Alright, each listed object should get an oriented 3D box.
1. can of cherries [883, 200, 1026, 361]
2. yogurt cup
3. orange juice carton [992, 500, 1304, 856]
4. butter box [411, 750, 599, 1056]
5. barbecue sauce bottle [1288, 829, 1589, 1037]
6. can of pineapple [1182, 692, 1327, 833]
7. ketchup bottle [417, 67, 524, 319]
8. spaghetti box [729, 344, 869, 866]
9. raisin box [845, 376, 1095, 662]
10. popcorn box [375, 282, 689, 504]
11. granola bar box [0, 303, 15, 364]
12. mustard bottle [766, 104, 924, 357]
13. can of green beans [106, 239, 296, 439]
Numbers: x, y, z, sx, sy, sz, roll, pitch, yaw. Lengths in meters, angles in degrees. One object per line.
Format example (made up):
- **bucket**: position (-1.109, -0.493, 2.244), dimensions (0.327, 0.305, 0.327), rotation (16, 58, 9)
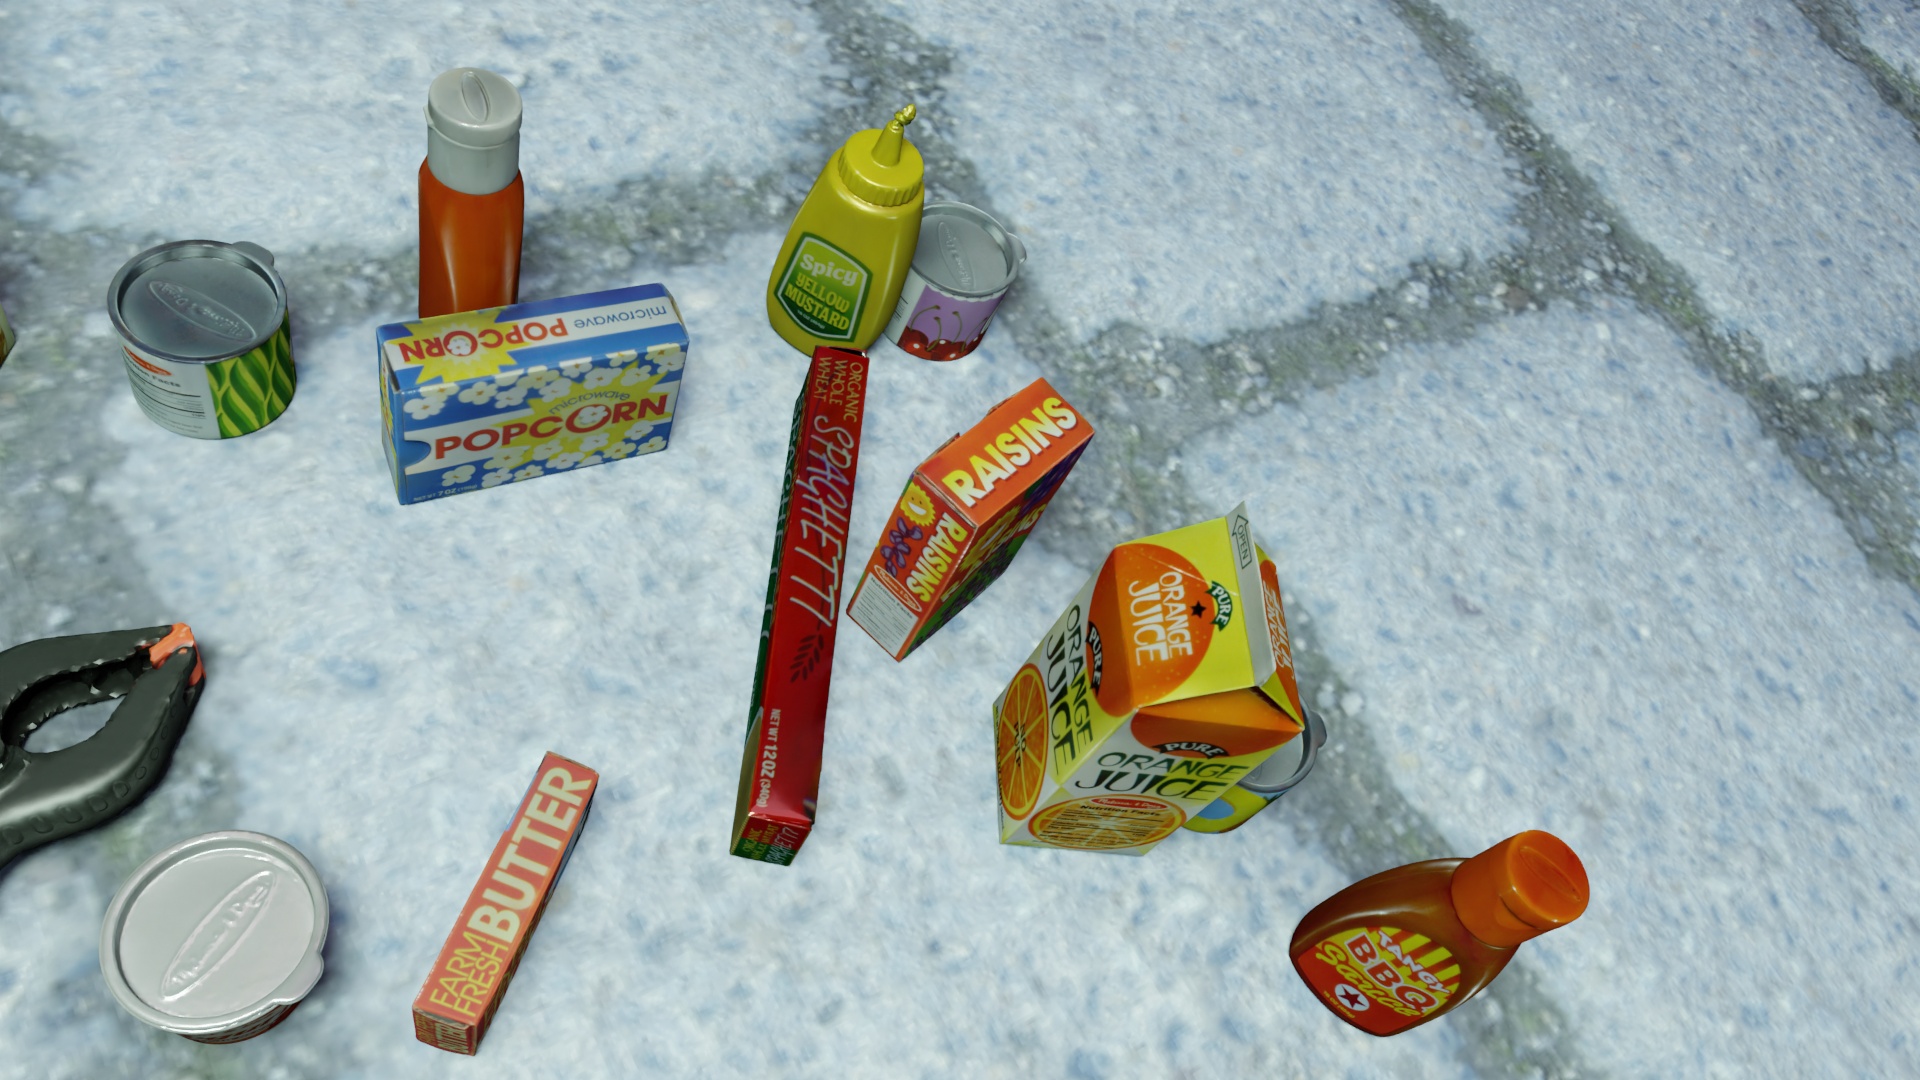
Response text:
- **can of cherries**: position (-0.006, -0.139, 0.752), dimensions (0.071, 0.058, 0.072), rotation (10, 56, -15)
- **yogurt cup**: position (-0.255, 0.141, 0.482), dimensions (0.072, 0.053, 0.073), rotation (10, 56, -15)
- **orange juice carton**: position (0.078, 0.063, 0.570), dimensions (0.073, 0.191, 0.072), rotation (8, 57, -16)
- **butter box**: position (-0.168, 0.135, 0.518), dimensions (0.024, 0.052, 0.104), rotation (23, 54, -5)
- **barbecue sauce bottle**: position (0.199, 0.162, 0.580), dimensions (0.065, 0.147, 0.044), rotation (41, 54, 8)
- **can of pineapple**: position (0.125, 0.098, 0.649), dimensions (0.071, 0.057, 0.071), rotation (10, 56, -15)
- **ketchup bottle**: position (-0.218, -0.141, 0.617), dimensions (0.044, 0.148, 0.065), rotation (-11, 64, -26)
- **spaghetti box**: position (-0.071, 0.019, 0.631), dimensions (0.029, 0.050, 0.251), rotation (12, 55, -13)
- **raisin box**: position (0.002, -0.008, 0.630), dimensions (0.040, 0.122, 0.086), rotation (45, 55, 10)
- **popcorn box**: position (-0.190, -0.066, 0.619), dimensions (0.127, 0.084, 0.038), rotation (-15, 66, -28)
- **granola bar box**: position (-0.413, -0.052, 0.503), dimensions (0.039, 0.123, 0.166), rotation (13, 56, -13)
- **mustard bottle**: position (-0.051, -0.152, 0.680), dimensions (0.065, 0.159, 0.049), rotation (30, 54, -1)
- **can of green beans**: position (-0.324, -0.086, 0.598), dimensions (0.071, 0.057, 0.071), rotation (10, 56, -15)
